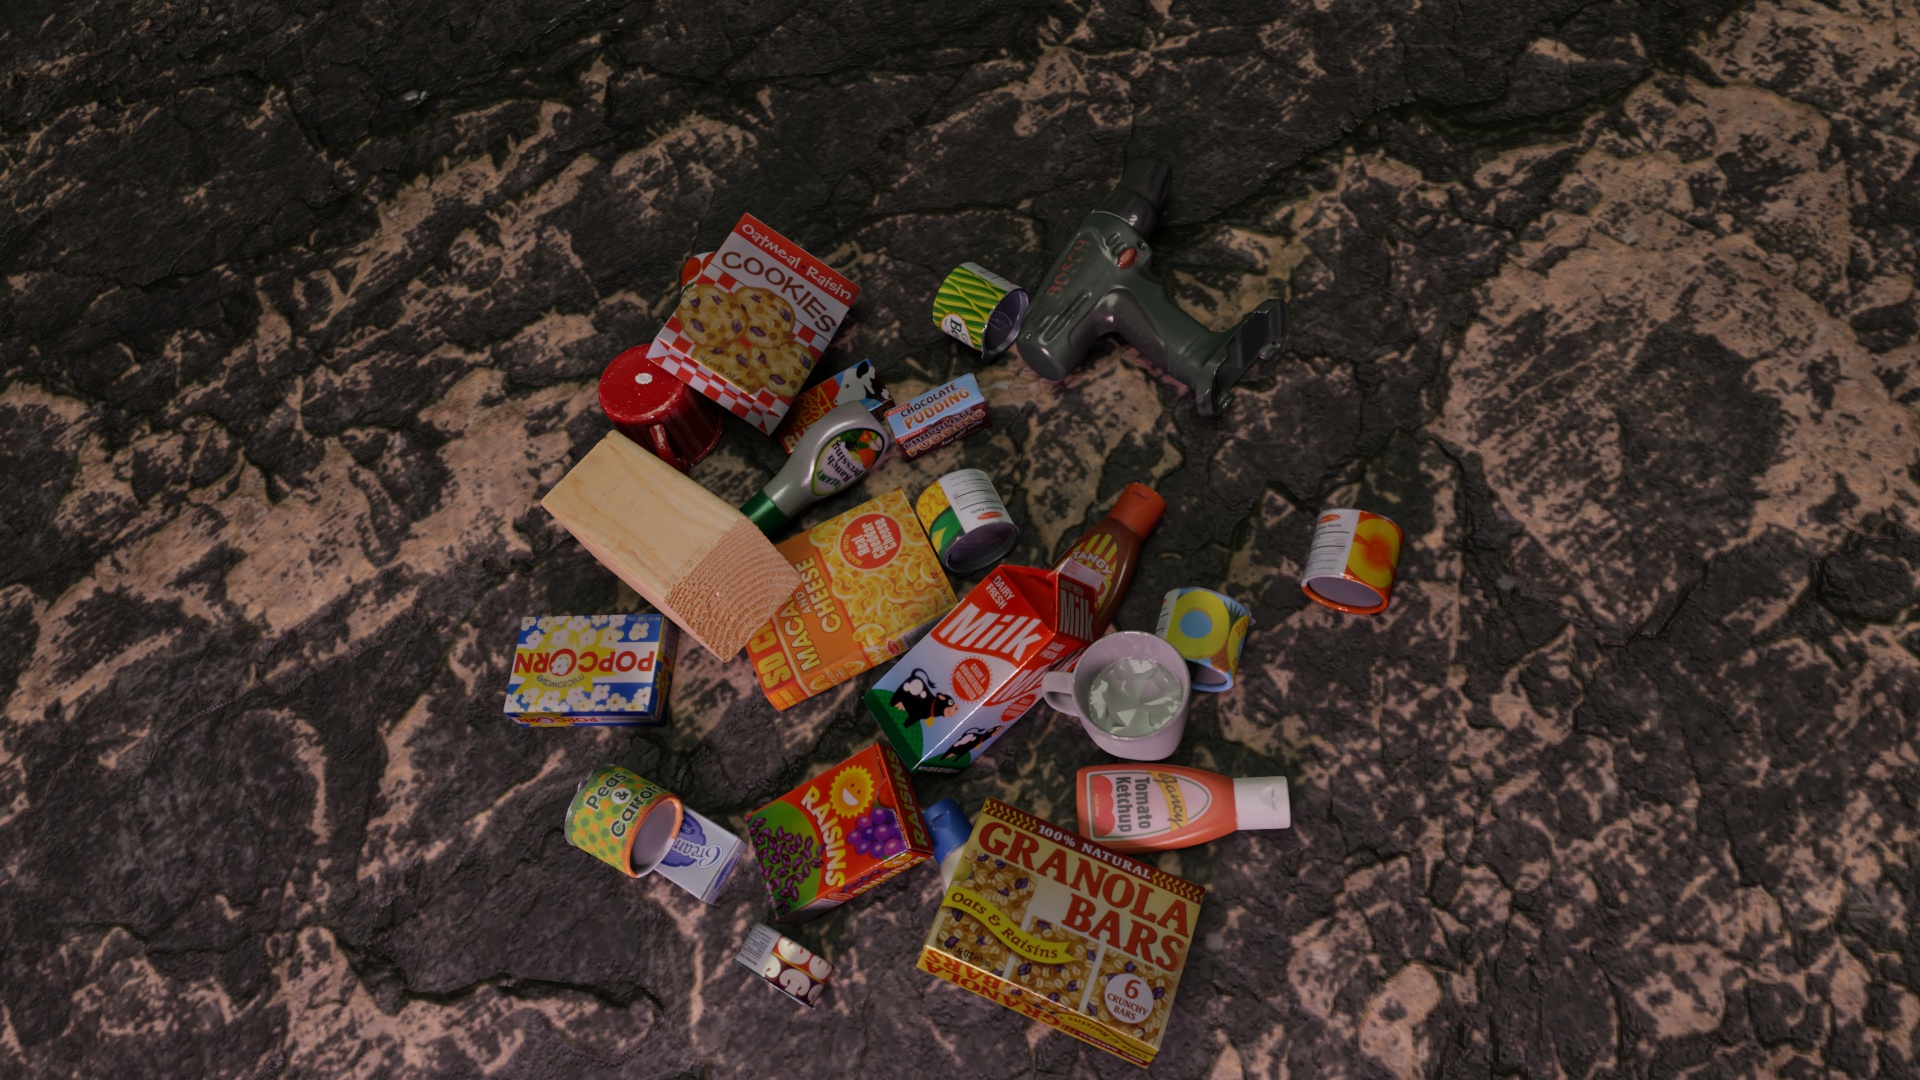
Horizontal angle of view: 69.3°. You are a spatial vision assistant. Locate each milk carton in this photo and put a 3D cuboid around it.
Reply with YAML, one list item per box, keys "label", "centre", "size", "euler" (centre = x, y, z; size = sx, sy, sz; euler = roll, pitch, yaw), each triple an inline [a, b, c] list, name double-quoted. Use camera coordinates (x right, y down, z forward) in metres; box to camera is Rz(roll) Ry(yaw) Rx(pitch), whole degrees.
- label: "milk carton"
  centre: [0.027, 0.084, 1.022]
  size: [0.190, 0.072, 0.073]
  euler: [-44, 62, 12]

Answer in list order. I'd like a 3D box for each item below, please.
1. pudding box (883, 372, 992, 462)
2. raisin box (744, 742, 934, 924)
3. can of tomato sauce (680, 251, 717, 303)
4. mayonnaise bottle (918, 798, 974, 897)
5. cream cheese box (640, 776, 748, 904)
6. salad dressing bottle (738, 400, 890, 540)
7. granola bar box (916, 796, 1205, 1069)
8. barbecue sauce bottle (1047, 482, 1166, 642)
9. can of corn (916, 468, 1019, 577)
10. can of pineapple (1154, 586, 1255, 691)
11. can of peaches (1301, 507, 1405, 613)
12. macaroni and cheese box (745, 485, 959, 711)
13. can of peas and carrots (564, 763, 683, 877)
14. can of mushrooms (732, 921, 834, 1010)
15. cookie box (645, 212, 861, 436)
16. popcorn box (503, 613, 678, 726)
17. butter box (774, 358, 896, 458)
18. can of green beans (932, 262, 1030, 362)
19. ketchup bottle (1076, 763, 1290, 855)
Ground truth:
- label: "pudding box"
  centre: [-0.018, -0.104, 1.174]
  size: [0.084, 0.049, 0.030]
  euler: [-24, 63, -1]
- label: "raisin box"
  centre: [-0.090, 0.214, 1.013]
  size: [0.123, 0.040, 0.086]
  euler: [-31, 59, 16]
- label: "can of tomato sauce"
  centre: [-0.222, -0.209, 1.256]
  size: [0.071, 0.071, 0.083]
  euler: [-7, 62, 8]
- label: "mayonnaise bottle"
  centre: [0.020, 0.253, 0.991]
  size: [0.065, 0.041, 0.148]
  euler: [-32, 63, -13]
- label: "cream cheese box"
  centre: [-0.219, 0.229, 1.061]
  size: [0.104, 0.024, 0.053]
  euler: [25, 72, 21]
- label: "salad dressing bottle"
  centre: [-0.127, -0.054, 1.167]
  size: [0.147, 0.064, 0.044]
  euler: [-42, 47, -1]
- label: "granola bar box"
  centre: [0.070, 0.261, 0.939]
  size: [0.166, 0.038, 0.125]
  euler: [22, 49, 7]
- label: "barbecue sauce bottle"
  centre: [0.108, 0.022, 1.089]
  size: [0.065, 0.043, 0.149]
  euler: [29, 72, 24]
- label: "can of corn"
  centre: [0.004, -0.014, 1.117]
  size: [0.071, 0.071, 0.058]
  euler: [-26, 61, -2]
- label: "can of pineapple"
  centre: [0.180, 0.074, 1.036]
  size: [0.071, 0.070, 0.058]
  euler: [12, 67, 17]
- label: "can of peaches"
  centre: [0.296, 0.017, 1.043]
  size: [0.071, 0.071, 0.058]
  euler: [13, 67, 17]
- label: "macaroni and cheese box"
  centre: [-0.096, 0.046, 1.119]
  size: [0.166, 0.040, 0.124]
  euler: [-26, 60, -2]
- label: "can of peas and carrots"
  centre: [-0.247, 0.205, 1.024]
  size: [0.059, 0.070, 0.071]
  euler: [22, 70, 20]
- label: "can of mushrooms"
  centre: [-0.123, 0.301, 0.984]
  size: [0.071, 0.070, 0.033]
  euler: [24, 70, 21]
- label: "cookie box"
  centre: [-0.176, -0.189, 1.203]
  size: [0.123, 0.040, 0.168]
  euler: [33, 55, -11]
- label: "popcorn box"
  centre: [-0.299, 0.106, 1.130]
  size: [0.127, 0.038, 0.085]
  euler: [-2, 64, 10]
- label: "butter box"
  centre: [-0.112, -0.112, 1.211]
  size: [0.103, 0.024, 0.053]
  euler: [-29, 61, -4]
- label: "can of green beans"
  centre: [0.018, -0.201, 1.206]
  size: [0.058, 0.071, 0.071]
  euler: [32, 74, 24]
- label: "ketchup bottle"
  centre: [0.159, 0.191, 0.995]
  size: [0.149, 0.043, 0.065]
  euler: [-4, 66, 8]
